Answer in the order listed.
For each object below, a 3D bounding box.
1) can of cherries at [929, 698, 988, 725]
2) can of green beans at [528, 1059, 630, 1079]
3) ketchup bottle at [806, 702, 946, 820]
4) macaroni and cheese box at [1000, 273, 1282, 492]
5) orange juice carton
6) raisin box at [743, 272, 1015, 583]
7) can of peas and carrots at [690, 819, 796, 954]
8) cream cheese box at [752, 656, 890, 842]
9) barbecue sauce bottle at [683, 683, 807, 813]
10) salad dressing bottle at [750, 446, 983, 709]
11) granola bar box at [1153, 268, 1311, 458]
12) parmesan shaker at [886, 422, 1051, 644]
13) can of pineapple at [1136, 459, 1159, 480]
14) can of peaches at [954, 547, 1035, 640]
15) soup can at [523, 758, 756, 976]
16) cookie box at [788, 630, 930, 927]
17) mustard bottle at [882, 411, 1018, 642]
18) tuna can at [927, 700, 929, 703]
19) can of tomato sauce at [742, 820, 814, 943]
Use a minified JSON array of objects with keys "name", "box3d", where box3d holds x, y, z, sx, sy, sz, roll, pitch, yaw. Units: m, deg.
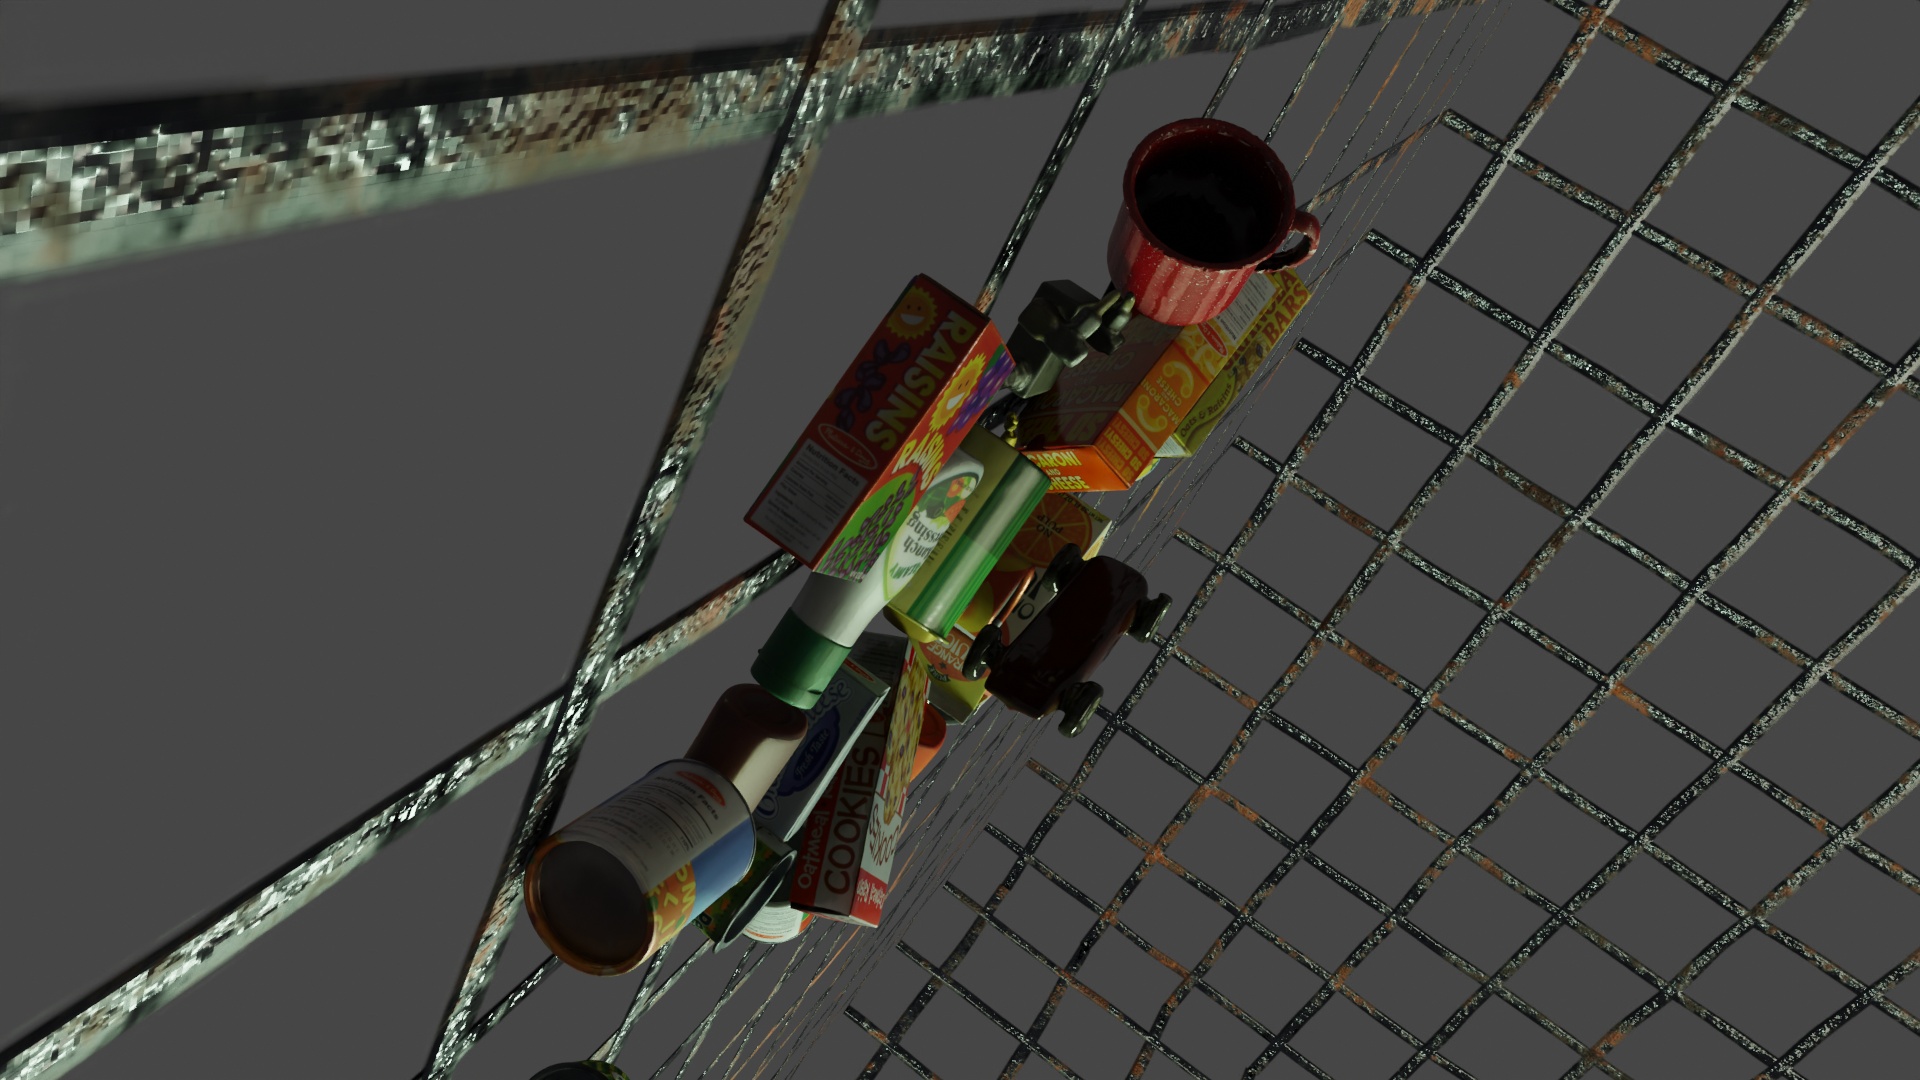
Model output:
[{"name":"can of cherries","box3d":[-0.006,0.105,1.103,0.071,0.071,0.058,-60,169,25]},{"name":"can of green beans","box3d":[-0.231,0.348,0.836,0.071,0.071,0.057,-52,169,-16]},{"name":"ketchup bottle","box3d":[-0.071,0.167,1.012,0.148,0.065,0.044,-52,-174,37]},{"name":"macaroni and cheese box","box3d":[0.104,-0.103,0.854,0.167,0.040,0.123,-51,-158,-18]},{"name":"orange juice carton","box3d":[0.028,0.046,1.044,0.193,0.072,0.072,-51,168,-25]},{"name":"raisin box","box3d":[-0.031,-0.044,0.588,0.123,0.040,0.086,-54,169,1]},{"name":"can of peas and carrots","box3d":[-0.136,0.185,0.774,0.071,0.059,0.070,-52,169,-15]},{"name":"cream cheese box","box3d":[-0.088,0.110,0.768,0.103,0.053,0.024,-57,171,10]},{"name":"barbecue sauce bottle","box3d":[-0.135,0.143,0.693,0.148,0.044,0.065,-56,169,9]},{"name":"salad dressing bottle","box3d":[-0.047,0.012,0.674,0.147,0.044,0.064,-56,159,4]},{"name":"granola bar box","box3d":[0.164,-0.131,1.020,0.166,0.039,0.124,-51,-155,-18]},{"name":"parmesan shaker","box3d":[-0.004,-0.006,0.734,0.103,0.071,0.071,-55,170,-3]},{"name":"can of pineapple","box3d":[0.127,-0.078,1.107,0.071,0.071,0.058,-57,168,8]},{"name":"can of peaches","box3d":[0.011,0.026,0.939,0.071,0.058,0.071,-52,169,-14]},{"name":"soup can","box3d":[-0.139,0.144,0.608,0.071,0.071,0.084,-59,168,21]},{"name":"cookie box","box3d":[-0.060,0.152,0.869,0.122,0.040,0.168,76,25,-71]},{"name":"mustard bottle","box3d":[0.003,-0.010,0.816,0.065,0.049,0.159,-46,166,-51]},{"name":"tuna can","box3d":[-0.048,0.125,1.050,0.071,0.033,0.071,-52,170,-14]},{"name":"can of tomato sauce","box3d":[-0.125,0.225,0.934,0.071,0.071,0.082,-49,167,-30]}]
